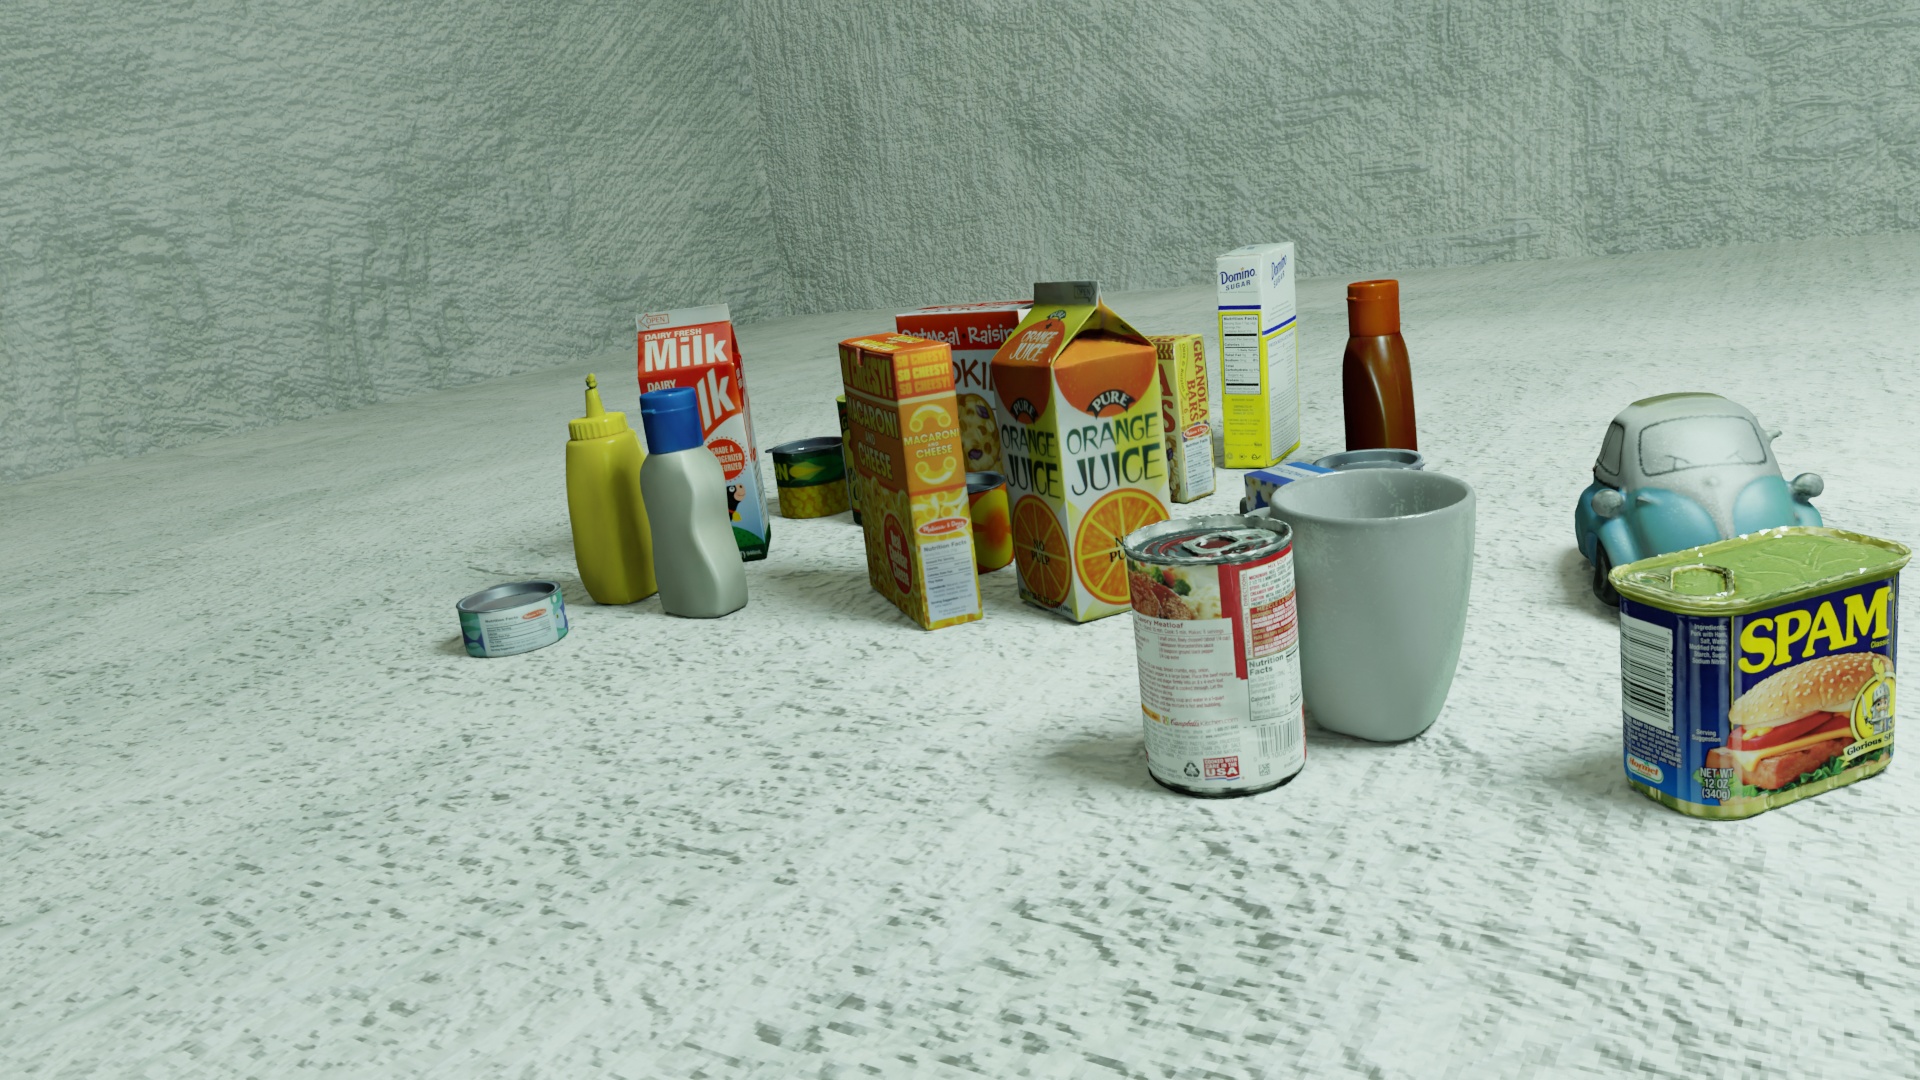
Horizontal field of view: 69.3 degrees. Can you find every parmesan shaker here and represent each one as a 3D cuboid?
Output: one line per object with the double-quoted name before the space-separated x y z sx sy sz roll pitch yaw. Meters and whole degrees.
"parmesan shaker" -0.058 -0.068 1.114 0.071 0.102 0.071 -7 14 2

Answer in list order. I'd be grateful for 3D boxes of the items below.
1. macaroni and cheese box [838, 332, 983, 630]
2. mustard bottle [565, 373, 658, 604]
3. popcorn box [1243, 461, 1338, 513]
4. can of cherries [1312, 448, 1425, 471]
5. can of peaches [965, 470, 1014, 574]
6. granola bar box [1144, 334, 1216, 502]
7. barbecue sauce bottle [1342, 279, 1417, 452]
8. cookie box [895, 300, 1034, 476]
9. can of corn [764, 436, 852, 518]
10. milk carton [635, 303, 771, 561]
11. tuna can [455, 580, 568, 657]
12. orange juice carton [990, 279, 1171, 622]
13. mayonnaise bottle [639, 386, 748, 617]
"macaroni and cheese box" -0.033 -0.041 0.860 0.040 0.166 0.124 -12 14 -18
"mustard bottle" -0.244 -0.038 0.968 0.049 0.159 0.065 -1 15 26
"popcorn box" 0.194 0.012 0.703 0.038 0.085 0.127 -11 14 -17
"can of cherries" 0.256 -0.022 0.861 0.071 0.058 0.071 -7 14 2
"can of peaches" 0.003 -0.012 0.951 0.071 0.058 0.071 -7 14 2
"granola bar box" 0.125 -0.100 1.104 0.039 0.124 0.165 -18 17 -37
"barbecue sauce bottle" 0.309 -0.117 1.030 0.044 0.148 0.065 -11 14 -13
"cookie box" 0.018 -0.092 1.038 0.123 0.167 0.040 5 18 42
"can of corn" -0.127 -0.054 1.184 0.071 0.058 0.071 -7 14 2
"milk carton" -0.195 -0.080 1.051 0.072 0.190 0.073 -8 13 -3
"tuna can" -0.292 0.050 0.905 0.071 0.032 0.071 -7 14 2
"orange juice carton" 0.071 -0.056 0.816 0.073 0.192 0.072 -14 15 -25
"mayonnaise bottle" -0.179 -0.025 0.909 0.065 0.147 0.041 3 17 36
